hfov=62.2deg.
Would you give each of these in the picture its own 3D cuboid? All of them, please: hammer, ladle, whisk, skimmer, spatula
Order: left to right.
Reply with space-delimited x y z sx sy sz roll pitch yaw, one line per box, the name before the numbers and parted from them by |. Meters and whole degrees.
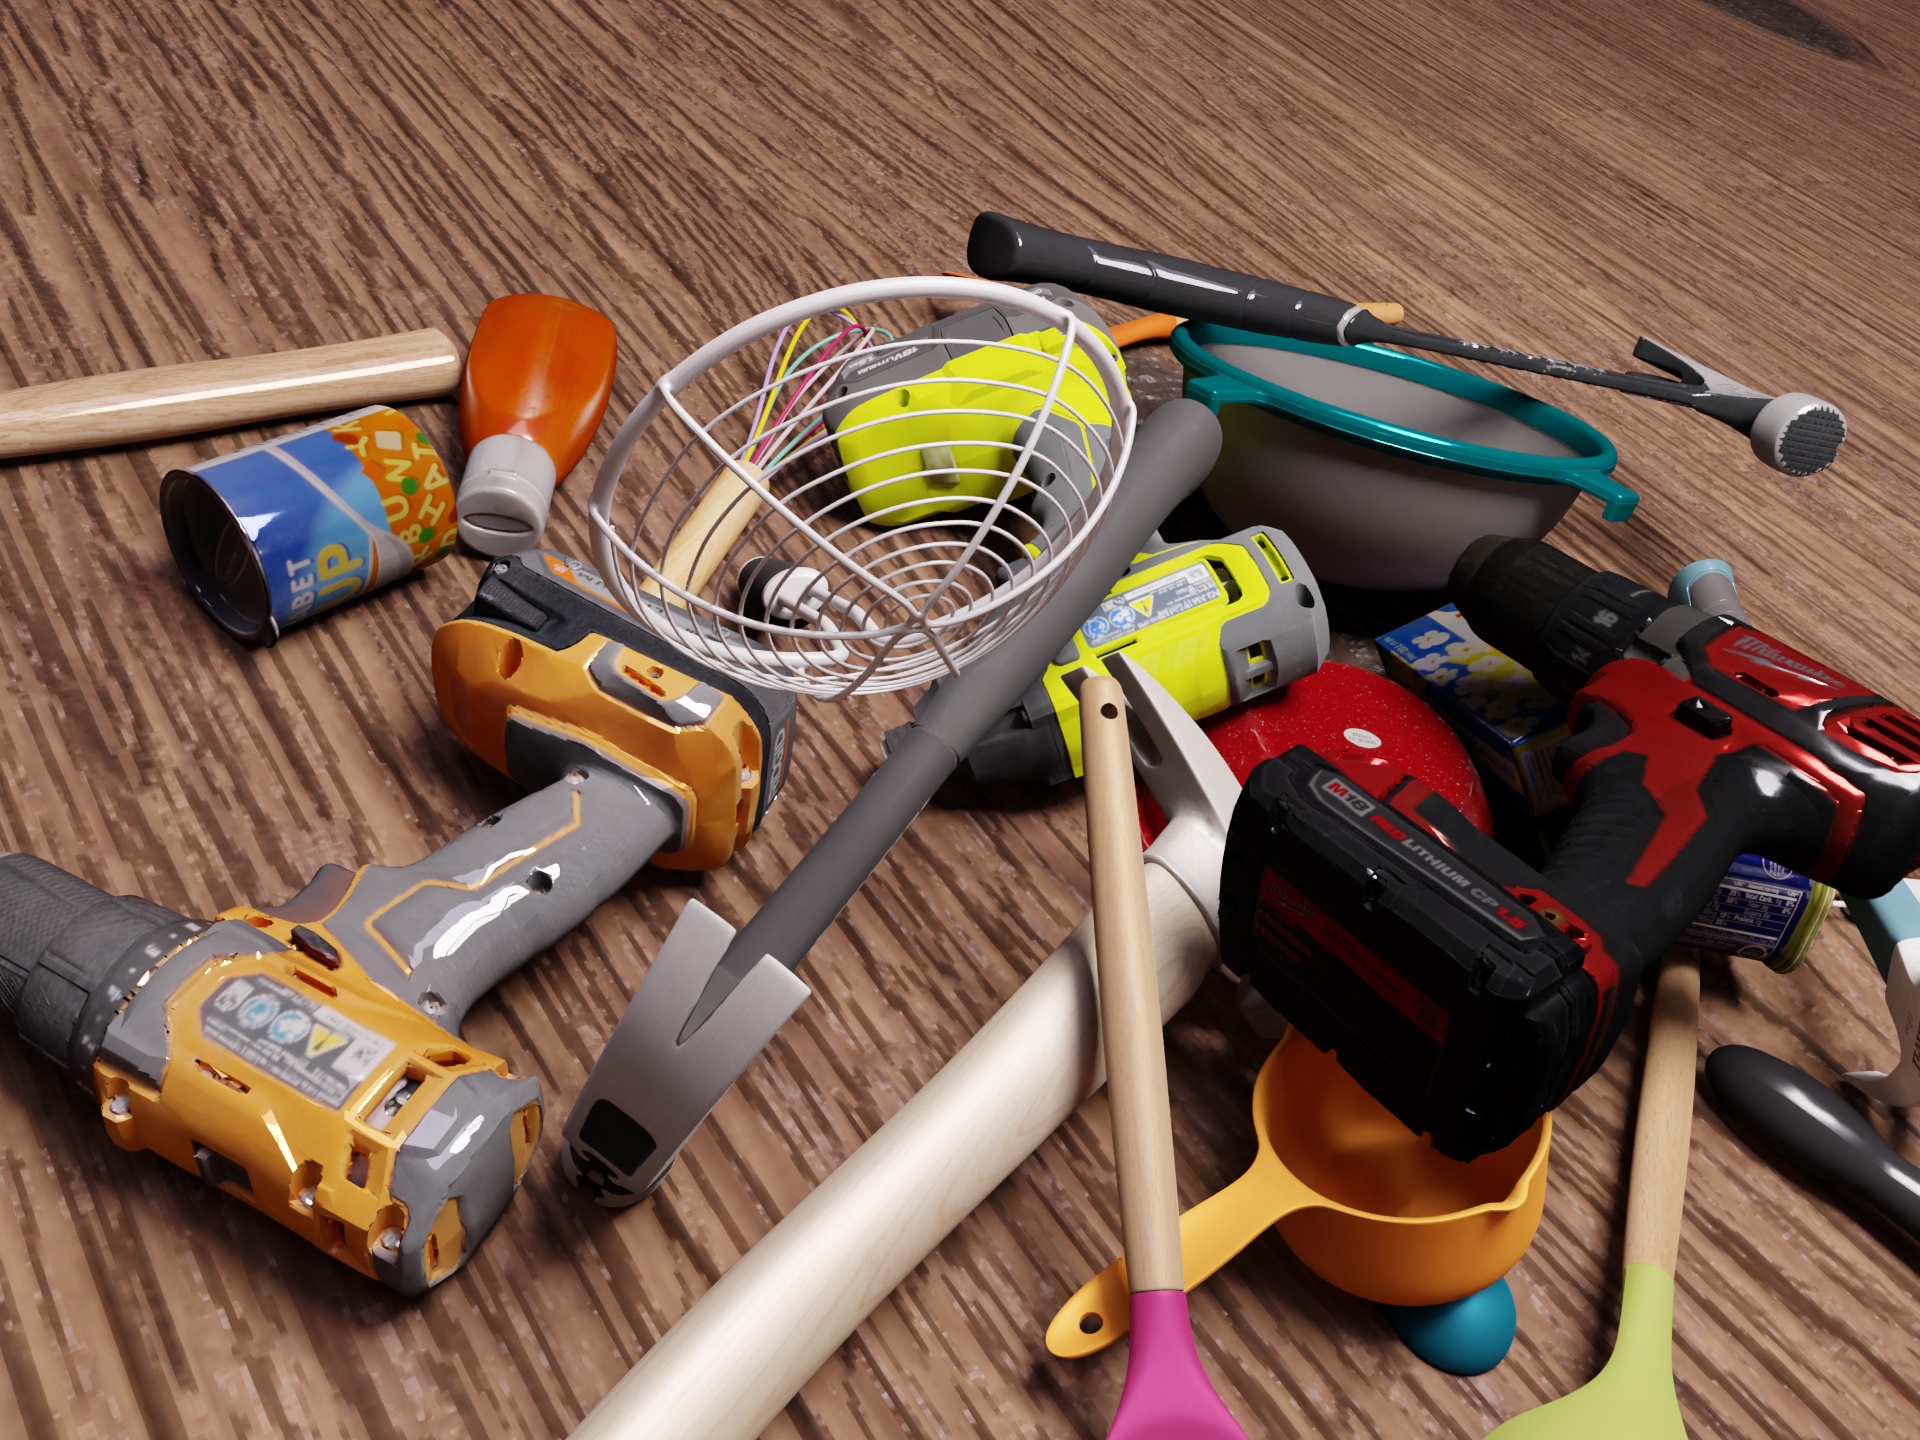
hammer | -0.365 -0.122 0.635 0.331 0.031 0.130 -19 54 -34
whisk | -0.085 -0.118 0.722 0.051 0.047 0.245 12 45 12
skimmer | -0.049 -0.065 0.492 0.127 0.090 0.363 -13 10 -11
hammer | -0.032 0.132 0.434 0.411 0.038 0.146 -38 99 -39
hammer | -0.001 -0.002 0.496 0.035 0.146 0.335 38 56 2
spatula | 0.141 -0.240 0.924 0.322 0.041 0.081 -11 27 -30
hammer | 0.204 -0.188 0.763 0.409 0.036 0.149 9 24 -10
ladle | 0.219 0.170 0.521 0.078 0.062 0.320 35 37 6
hammer | 0.356 0.024 0.666 0.033 0.128 0.331 -6 33 11
whisk | 0.376 0.203 0.524 0.070 0.070 0.285 -25 52 -37

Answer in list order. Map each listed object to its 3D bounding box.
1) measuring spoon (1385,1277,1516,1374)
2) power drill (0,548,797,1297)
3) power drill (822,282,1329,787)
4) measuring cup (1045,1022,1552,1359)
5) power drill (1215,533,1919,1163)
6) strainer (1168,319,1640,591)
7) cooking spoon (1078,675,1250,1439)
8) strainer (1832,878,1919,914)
measuring spoon | 0.175 0.155 0.526 0.042 0.021 0.129 28 45 11
power drill | -0.175 0.040 0.494 0.185 0.084 0.226 24 46 10
power drill | 0.027 -0.075 0.658 0.171 0.080 0.223 -22 49 -1
measuring cup | 0.101 0.155 0.480 0.173 0.052 0.095 -27 36 -20
power drill | 0.188 0.019 0.523 0.226 0.080 0.188 -25 47 -27
strainer | 0.198 -0.141 0.816 0.211 0.095 0.340 15 23 1
cooking spoon | 0.052 0.132 0.442 0.068 0.017 0.319 1 65 -8
strainer | 0.493 0.087 0.695 0.258 0.050 0.087 6 52 -4
